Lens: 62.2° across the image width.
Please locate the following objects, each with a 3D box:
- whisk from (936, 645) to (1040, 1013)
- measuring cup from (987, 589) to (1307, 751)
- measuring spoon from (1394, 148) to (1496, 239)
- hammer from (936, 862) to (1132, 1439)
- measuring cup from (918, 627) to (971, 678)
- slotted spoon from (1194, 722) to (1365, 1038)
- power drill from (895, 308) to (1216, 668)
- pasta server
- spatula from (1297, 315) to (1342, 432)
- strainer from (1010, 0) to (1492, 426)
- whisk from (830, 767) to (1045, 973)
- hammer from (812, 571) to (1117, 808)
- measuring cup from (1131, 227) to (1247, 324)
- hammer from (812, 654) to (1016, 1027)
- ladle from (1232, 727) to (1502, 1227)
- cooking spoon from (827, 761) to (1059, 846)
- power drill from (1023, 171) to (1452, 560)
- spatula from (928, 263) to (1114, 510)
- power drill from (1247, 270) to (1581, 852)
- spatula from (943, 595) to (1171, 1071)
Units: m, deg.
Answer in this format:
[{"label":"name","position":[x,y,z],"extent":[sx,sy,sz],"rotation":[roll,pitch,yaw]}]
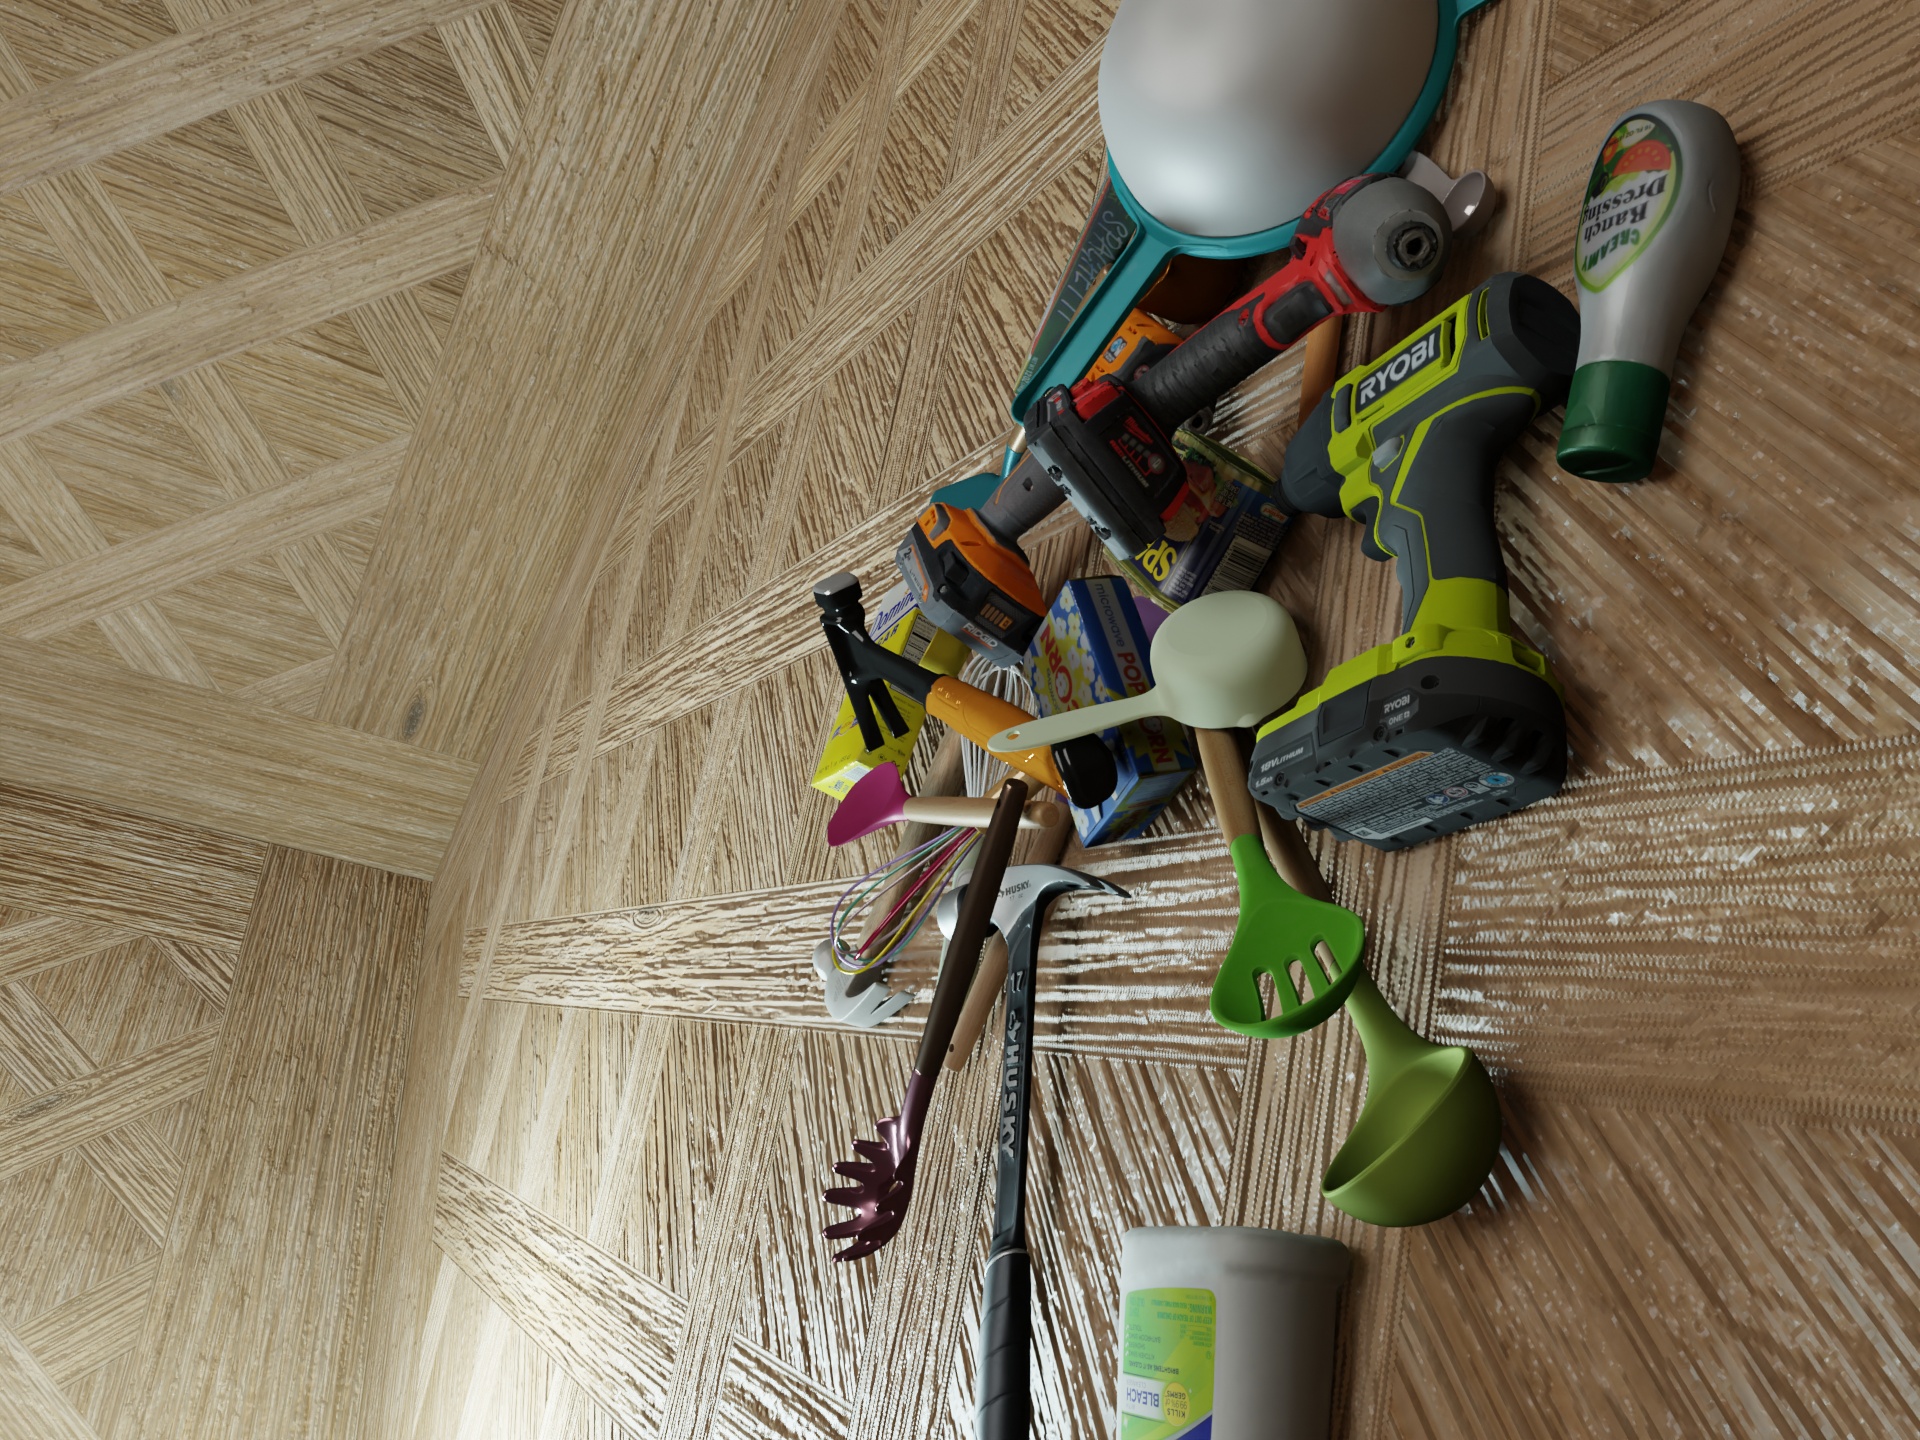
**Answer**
[{"label":"whisk","position":[0.014,0.068,1.033],"extent":[0.059,0.058,0.246],"rotation":[53,-135,-76]},{"label":"measuring cup","position":[0.090,-0.022,0.802],"extent":[0.083,0.167,0.038],"rotation":[-98,-11,-55]},{"label":"measuring spoon","position":[0.244,-0.270,0.809],"extent":[0.034,0.018,0.124],"rotation":[-59,20,24]},{"label":"hammer","position":[0.030,0.270,0.847],"extent":[0.149,0.036,0.409],"rotation":[-28,51,50]},{"label":"measuring cup","position":[0.004,-0.068,1.135],"extent":[0.062,0.029,0.157],"rotation":[-60,-1,32]},{"label":"slotted spoon","position":[0.130,0.044,0.736],"extent":[0.070,0.031,0.314],"rotation":[-31,25,16]},{"label":"power drill","position":[0.065,-0.147,0.992],"extent":[0.226,0.084,0.164],"rotation":[-50,28,13]},{"label":"pasta server","position":[-0.019,0.173,0.890],"extent":[0.060,0.040,0.316],"rotation":[-125,47,-58]},{"label":"spatula","position":[0.201,-0.277,0.866],"extent":[0.081,0.041,0.323],"rotation":[-2,72,39]},{"label":"strainer","position":[0.114,-0.315,0.868],"extent":[0.211,0.095,0.340],"rotation":[43,102,36]},{"label":"whisk","position":[0.000,0.080,0.985],"extent":[0.245,0.051,0.047],"rotation":[-44,13,24]},{"label":"hammer","position":[-0.002,-0.003,0.964],"extent":[0.337,0.034,0.127],"rotation":[29,141,60]},{"label":"measuring cup","position":[0.161,-0.318,0.961],"extent":[0.173,0.052,0.095],"rotation":[-56,24,37]},{"label":"hammer","position":[-0.021,0.068,1.124],"extent":[0.331,0.031,0.130],"rotation":[-66,24,13]},{"label":"ladle","position":[0.153,0.086,0.701],"extent":[0.078,0.062,0.320],"rotation":[-49,28,22]},{"label":"cooking spoon","position":[-0.019,0.056,0.981],"extent":[0.069,0.017,0.319],"rotation":[-58,19,-15]},{"label":"power drill","position":[0.139,-0.182,0.780],"extent":[0.219,0.078,0.143],"rotation":[-38,14,12]},{"label":"spatula","position":[0.039,-0.215,1.141],"extent":[0.317,0.044,0.082],"rotation":[123,158,-56]},{"label":"power drill","position":[0.192,-0.065,0.698],"extent":[0.171,0.080,0.223],"rotation":[-33,40,54]},{"label":"spatula","position":[0.054,0.072,0.971],"extent":[0.060,0.018,0.316],"rotation":[34,105,56]}]
